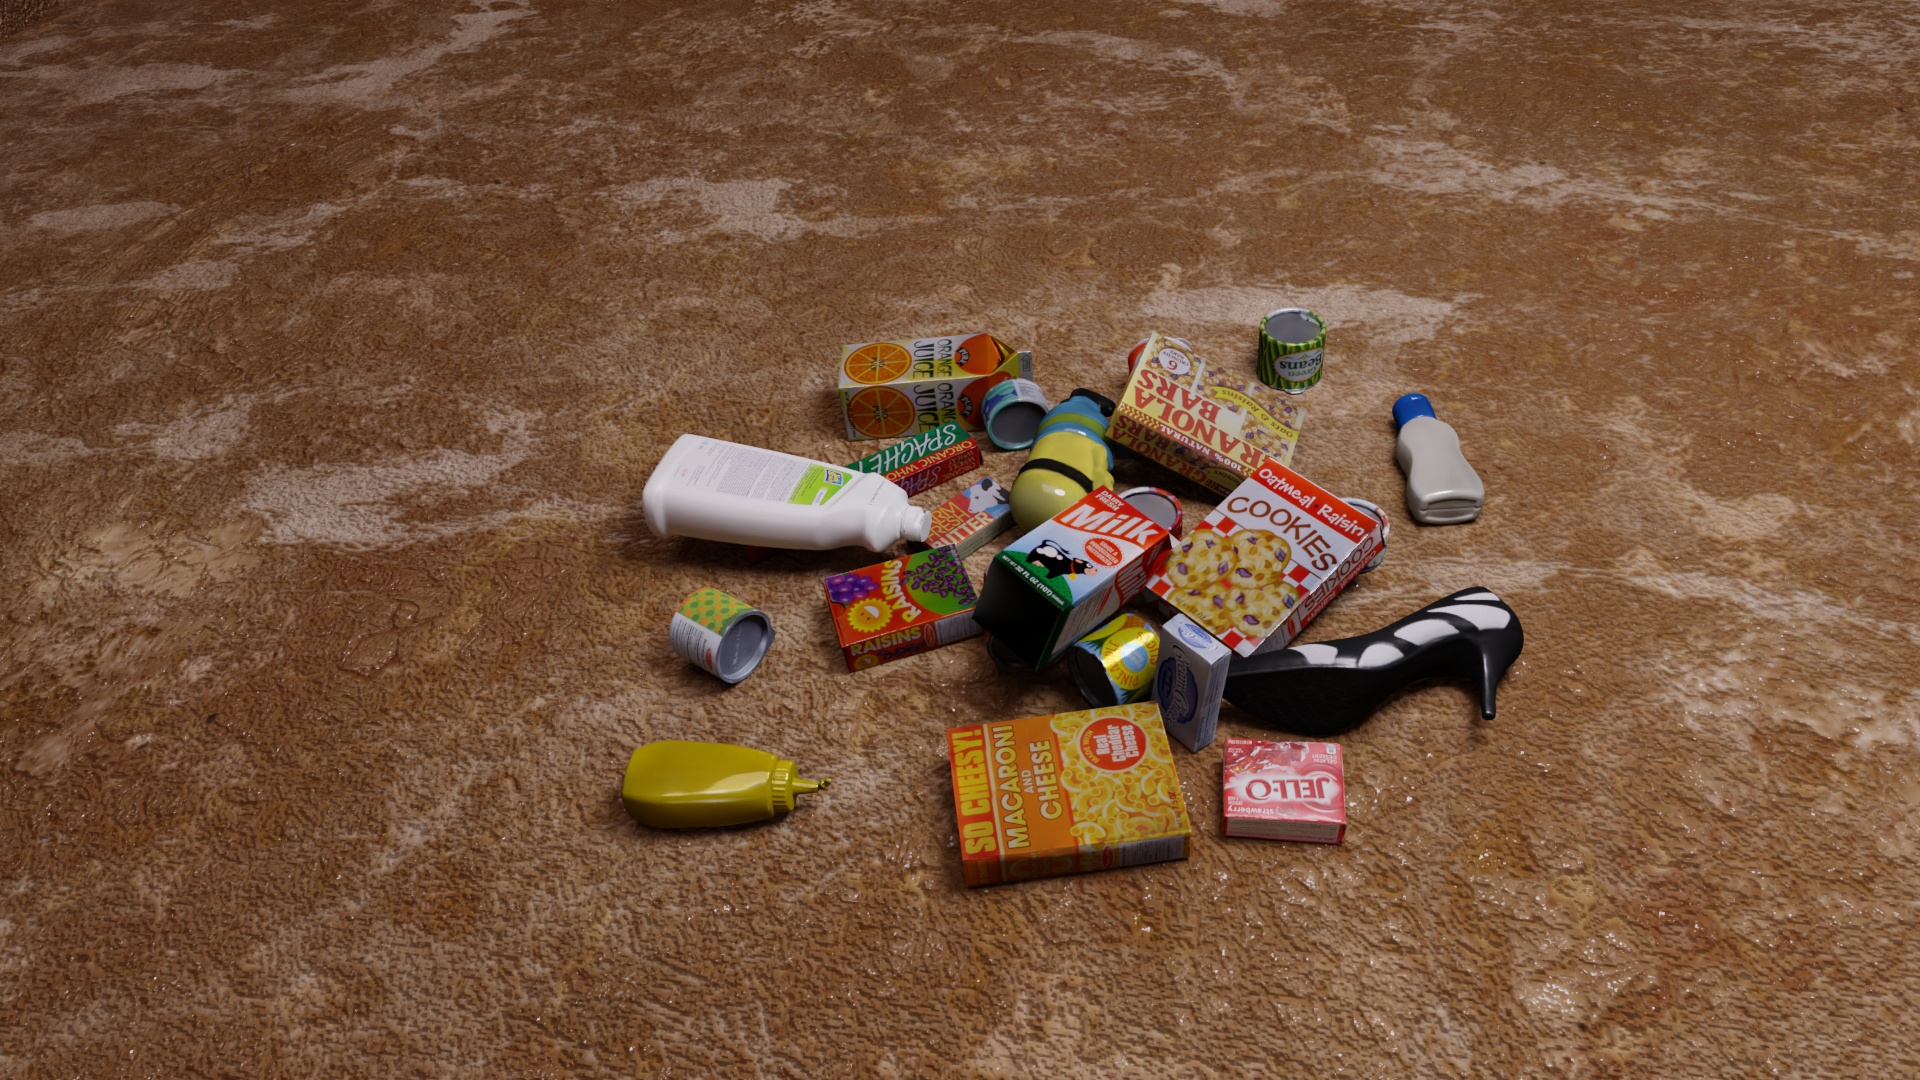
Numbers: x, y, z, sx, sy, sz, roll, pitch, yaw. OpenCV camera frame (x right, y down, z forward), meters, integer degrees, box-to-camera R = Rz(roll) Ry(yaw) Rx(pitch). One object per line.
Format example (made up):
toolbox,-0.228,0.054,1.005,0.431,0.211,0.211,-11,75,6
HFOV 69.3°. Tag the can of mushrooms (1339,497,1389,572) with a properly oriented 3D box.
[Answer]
can of mushrooms,0.342,-0.003,1.223,0.071,0.033,0.071,-3,44,3

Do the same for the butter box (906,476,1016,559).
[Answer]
butter box,0.005,-0.016,1.287,0.104,0.024,0.053,-33,50,-25

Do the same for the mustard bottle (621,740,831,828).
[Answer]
mustard bottle,-0.179,0.191,1.078,0.160,0.048,0.066,1,45,7

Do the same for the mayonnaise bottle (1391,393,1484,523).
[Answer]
mayonnaise bottle,0.434,-0.078,1.284,0.065,0.041,0.149,-3,43,2

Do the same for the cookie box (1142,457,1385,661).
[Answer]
cookie box,0.256,0.020,1.179,0.168,0.040,0.123,-42,52,-13

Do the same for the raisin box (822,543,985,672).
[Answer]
raisin box,-0.050,0.058,1.207,0.123,0.039,0.086,-16,45,-8

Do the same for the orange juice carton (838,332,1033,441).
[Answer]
orange juice carton,-0.022,-0.156,1.402,0.193,0.071,0.073,-4,44,4

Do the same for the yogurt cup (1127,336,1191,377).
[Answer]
yogurt cup,0.199,-0.161,1.385,0.072,0.072,0.054,3,53,11

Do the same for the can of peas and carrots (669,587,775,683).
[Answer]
can of peas and carrots,-0.204,0.079,1.187,0.059,0.070,0.071,23,51,29

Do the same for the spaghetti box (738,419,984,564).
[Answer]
spaghetti box,-0.098,-0.049,1.331,0.251,0.028,0.050,-24,47,-17

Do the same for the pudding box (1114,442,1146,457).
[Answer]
pudding box,0.193,-0.106,1.351,0.084,0.030,0.050,1,43,8

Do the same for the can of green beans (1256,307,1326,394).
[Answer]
can of green beans,0.334,-0.194,1.404,0.071,0.057,0.071,-4,44,4

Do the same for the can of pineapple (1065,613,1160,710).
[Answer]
can of pineapple,0.128,0.099,1.118,0.058,0.070,0.071,-29,48,-21

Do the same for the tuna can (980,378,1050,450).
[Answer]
tuna can,0.053,-0.121,1.363,0.071,0.070,0.033,-11,45,-4

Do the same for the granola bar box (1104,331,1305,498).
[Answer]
granola bar box,0.229,-0.110,1.298,0.165,0.038,0.125,27,50,0

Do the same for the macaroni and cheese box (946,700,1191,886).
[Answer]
macaroni and cheese box,0.079,0.191,1.051,0.166,0.040,0.124,-7,44,-1

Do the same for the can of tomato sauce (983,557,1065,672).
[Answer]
can of tomato sauce,0.053,0.059,1.174,0.071,0.070,0.083,-5,43,2

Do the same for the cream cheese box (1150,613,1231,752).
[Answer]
cream cheese box,0.177,0.111,1.075,0.024,0.103,0.053,-28,49,-30

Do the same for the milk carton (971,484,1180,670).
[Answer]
milk carton,0.101,0.019,1.125,0.072,0.073,0.191,39,45,21

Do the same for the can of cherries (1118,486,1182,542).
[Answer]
can of cherries,0.166,-0.004,1.228,0.071,0.058,0.072,-4,43,4
